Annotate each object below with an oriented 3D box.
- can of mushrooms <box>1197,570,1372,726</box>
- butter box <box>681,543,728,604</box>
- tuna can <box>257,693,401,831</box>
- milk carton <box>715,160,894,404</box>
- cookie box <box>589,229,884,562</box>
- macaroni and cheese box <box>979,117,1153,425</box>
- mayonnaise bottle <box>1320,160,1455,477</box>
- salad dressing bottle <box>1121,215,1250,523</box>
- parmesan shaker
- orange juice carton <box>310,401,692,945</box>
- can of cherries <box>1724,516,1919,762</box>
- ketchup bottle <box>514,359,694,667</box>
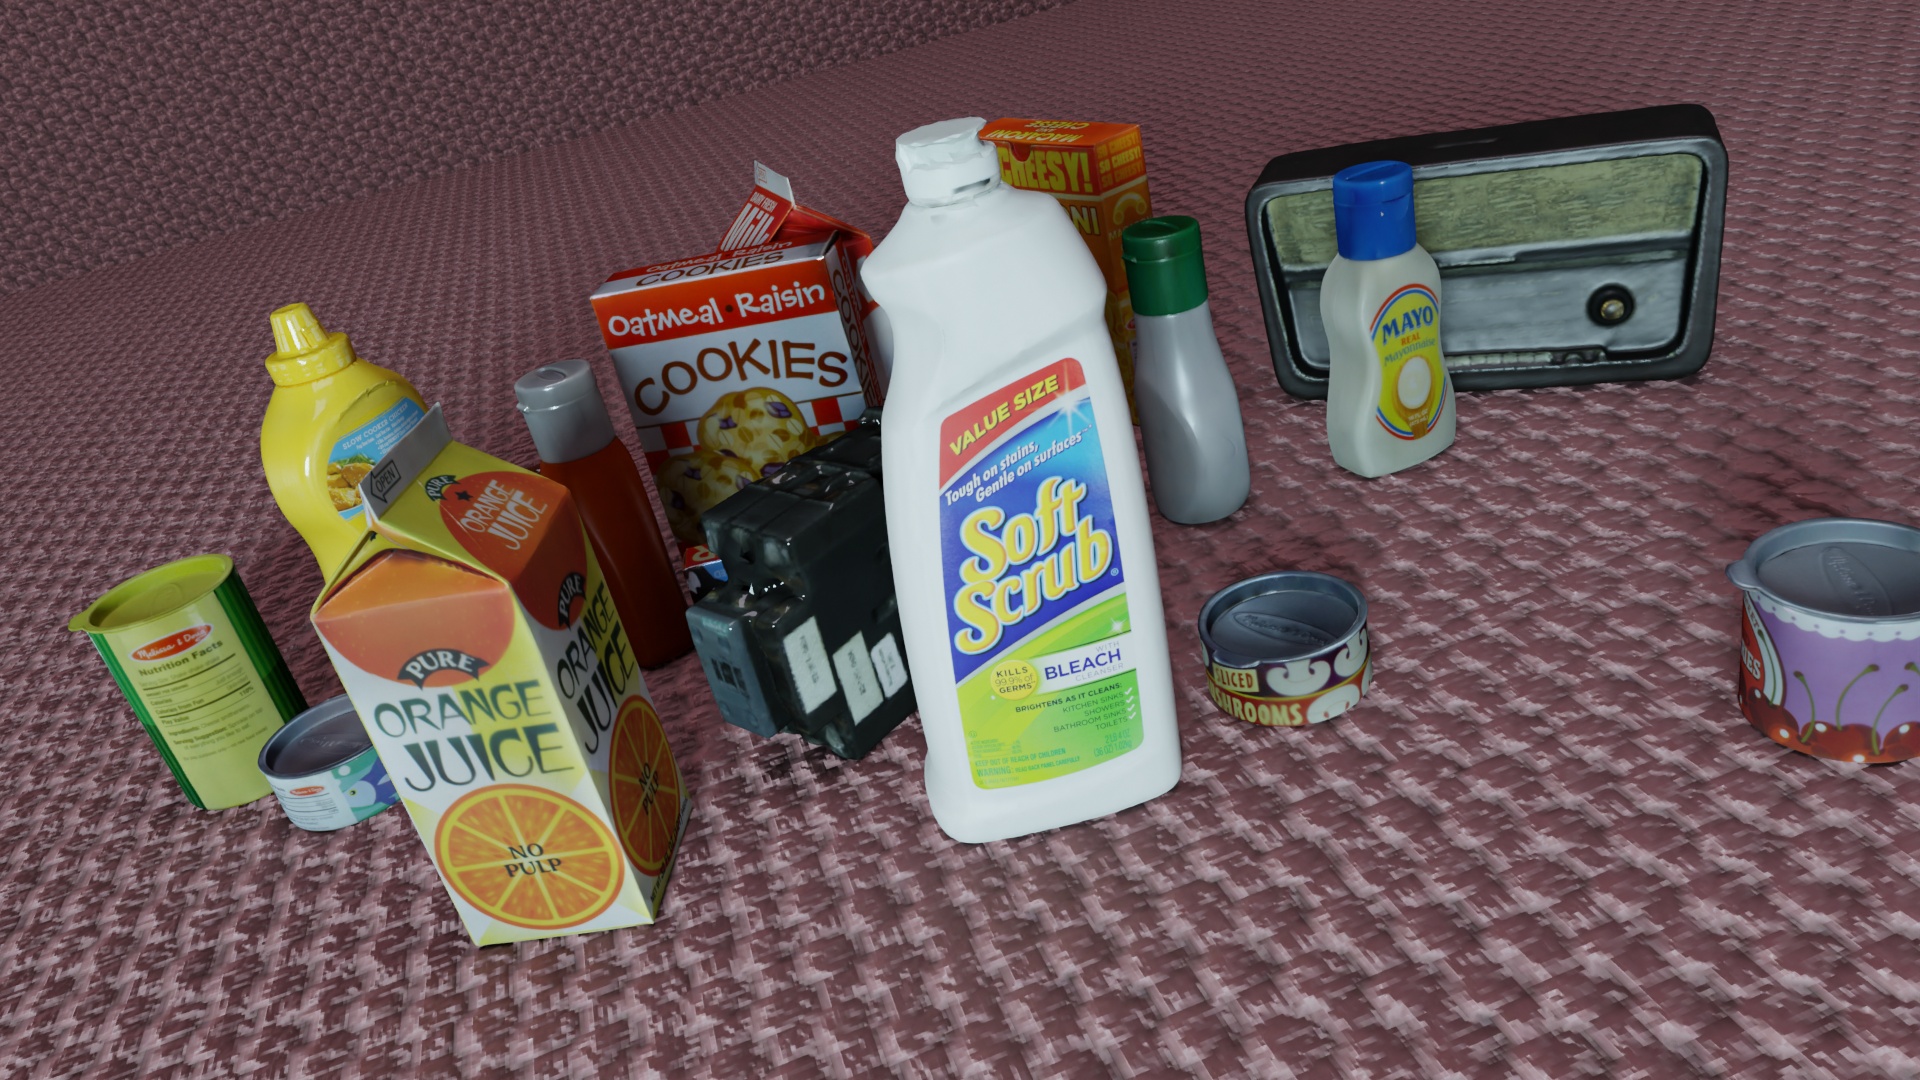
[{"bbox_3d":[0.128,0.043,0.553,0.071,0.033,0.071,-11,27,6],"label":"can of mushrooms"},{"bbox_3d":[-0.077,0.019,0.672,0.103,0.053,0.024,-14,27,-1],"label":"butter box"},{"bbox_3d":[-0.280,0.098,0.637,0.071,0.032,0.071,-11,27,6],"label":"tuna can"},{"bbox_3d":[-0.081,-0.114,0.775,0.073,0.189,0.072,-22,28,-15],"label":"milk carton"},{"bbox_3d":[-0.103,-0.066,0.719,0.123,0.166,0.040,-8,28,11],"label":"cookie box"},{"bbox_3d":[0.064,-0.161,0.823,0.040,0.165,0.124,-29,31,-28],"label":"macaroni and cheese box"},{"bbox_3d":[0.206,-0.107,0.677,0.065,0.147,0.041,-22,28,-16],"label":"mayonnaise bottle"},{"bbox_3d":[0.107,-0.082,0.674,0.044,0.147,0.064,-22,28,-15],"label":"salad dressing bottle"},{"bbox_3d":[-0.356,0.068,0.653,0.071,0.102,0.071,-11,27,6],"label":"parmesan shaker"},{"bbox_3d":[-0.166,0.049,0.504,0.073,0.191,0.072,-10,27,8],"label":"orange juice carton"},{"bbox_3d":[0.297,0.033,0.469,0.071,0.058,0.072,-11,27,6],"label":"can of cherries"},{"bbox_3d":[-0.173,-0.013,0.671,0.044,0.148,0.065,-30,31,-28],"label":"ketchup bottle"}]
